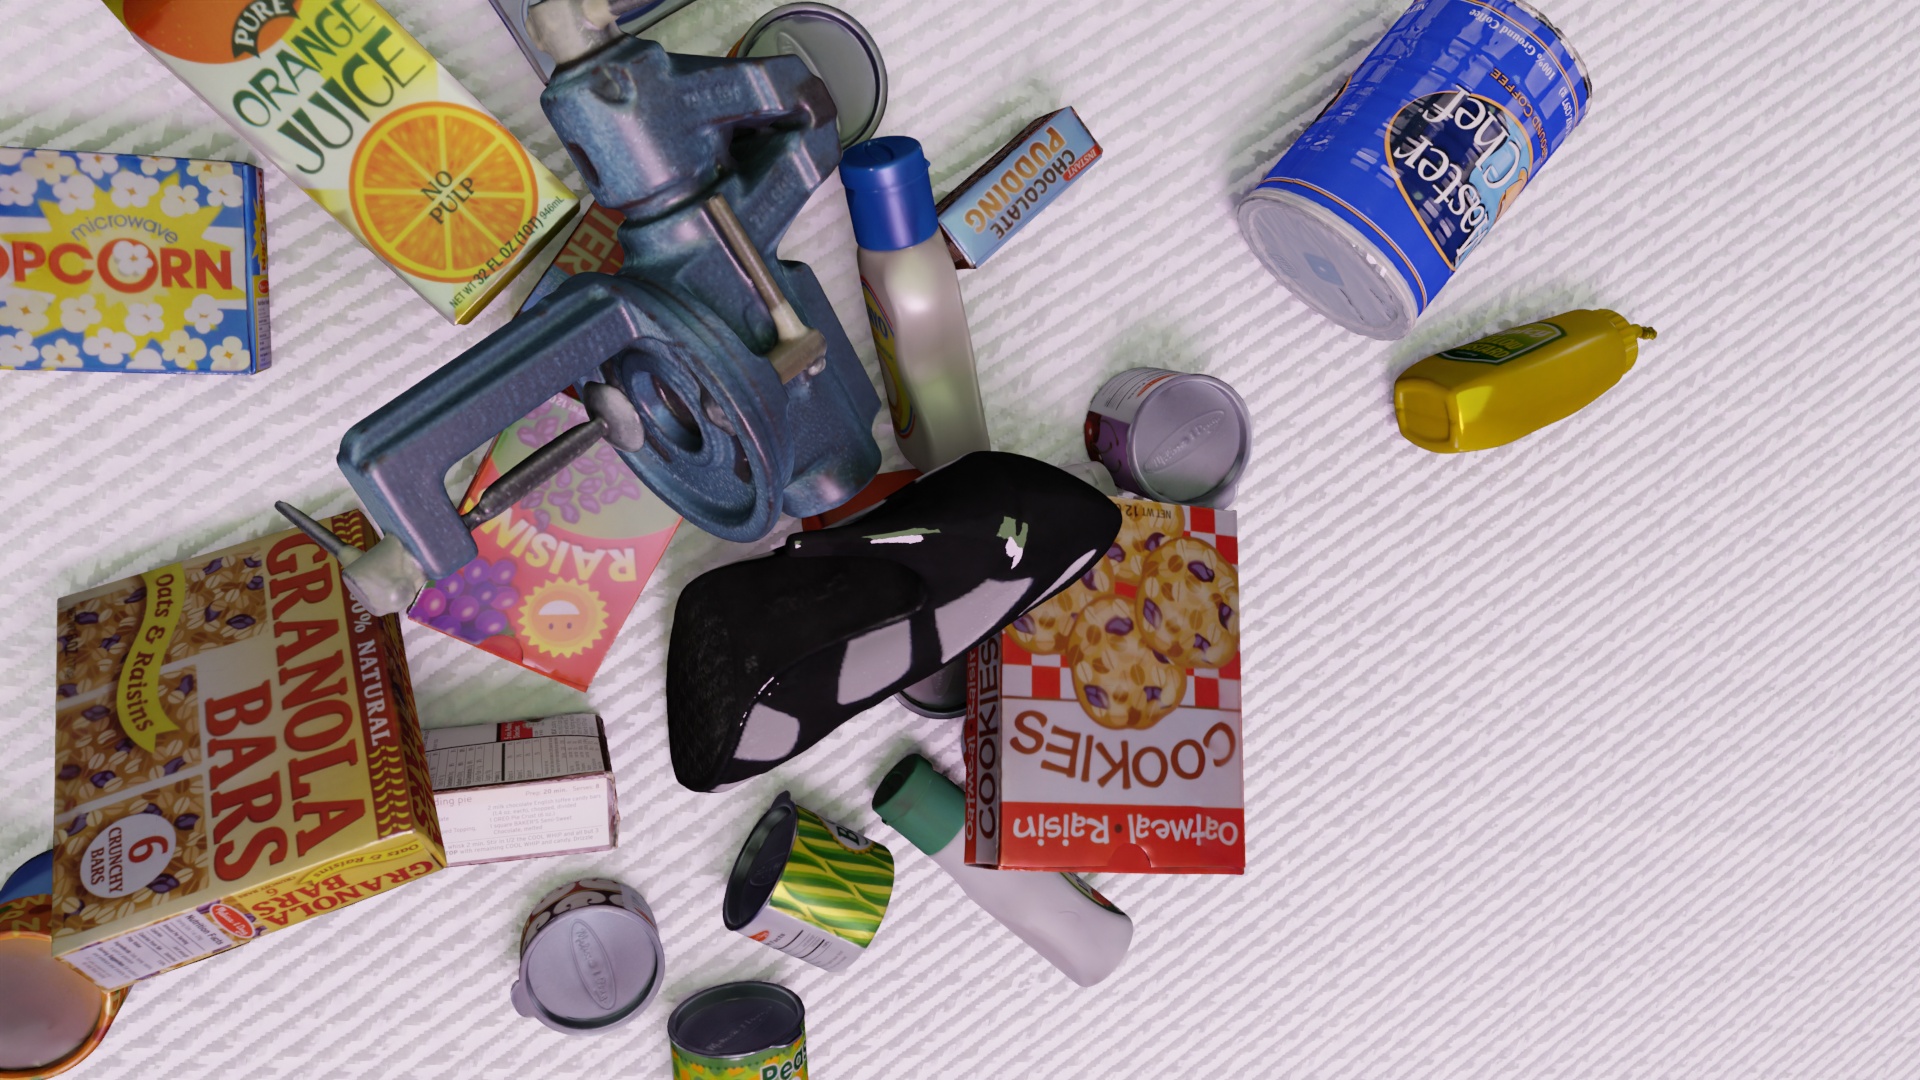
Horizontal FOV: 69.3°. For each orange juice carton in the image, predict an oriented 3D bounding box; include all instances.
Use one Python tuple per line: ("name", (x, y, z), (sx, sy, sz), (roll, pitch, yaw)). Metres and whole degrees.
("orange juice carton", (-0.246, -0.177, 0.548), (0.072, 0.073, 0.192), (-47, 109, -4))

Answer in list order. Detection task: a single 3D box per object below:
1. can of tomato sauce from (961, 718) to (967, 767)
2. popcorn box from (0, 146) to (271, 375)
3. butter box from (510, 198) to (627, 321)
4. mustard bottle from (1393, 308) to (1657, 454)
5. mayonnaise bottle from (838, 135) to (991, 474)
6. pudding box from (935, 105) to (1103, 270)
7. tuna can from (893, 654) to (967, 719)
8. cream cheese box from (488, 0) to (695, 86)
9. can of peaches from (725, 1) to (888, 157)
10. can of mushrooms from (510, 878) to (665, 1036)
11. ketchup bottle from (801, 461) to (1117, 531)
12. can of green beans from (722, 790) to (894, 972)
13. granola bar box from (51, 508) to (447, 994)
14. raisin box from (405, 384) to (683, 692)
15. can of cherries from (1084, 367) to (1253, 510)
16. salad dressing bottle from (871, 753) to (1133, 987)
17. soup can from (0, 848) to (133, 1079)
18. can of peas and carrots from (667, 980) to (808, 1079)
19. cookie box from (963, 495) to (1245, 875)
("can of tomato sauce", (0.043, 0.113, 0.687), (0.071, 0.083, 0.071), (-3, 102, -16))
("popcorn box", (-0.345, -0.110, 0.549), (0.127, 0.038, 0.085), (-1, 102, -17))
("butter box", (-0.149, -0.122, 0.615), (0.053, 0.024, 0.103), (34, 90, -21))
("mustard bottle", (0.311, -0.092, 0.745), (0.161, 0.065, 0.048), (-22, 112, -18))
("mayonnaise bottle", (-0.021, -0.103, 0.616), (0.041, 0.065, 0.147), (-21, 126, -11))
("pudding box", (0.021, -0.162, 0.646), (0.084, 0.050, 0.030), (-42, 108, -6))
("tuna can", (-0.013, 0.052, 0.685), (0.071, 0.033, 0.071), (-3, 101, -17))
("cream cheese box", (-0.148, -0.242, 0.592), (0.104, 0.024, 0.053), (-34, 108, -9))
("can of peaches", (-0.073, -0.195, 0.607), (0.071, 0.058, 0.071), (-4, 102, -16))
("can of mushrooms", (-0.178, 0.199, 0.662), (0.071, 0.033, 0.071), (-4, 102, -17))
("ketchup bottle", (0.002, -0.008, 0.666), (0.149, 0.065, 0.043), (-12, 148, -19))
("can of green beans", (-0.073, 0.167, 0.671), (0.058, 0.071, 0.071), (30, 91, -21))
("granola bar box", (-0.280, 0.075, 0.543), (0.124, 0.166, 0.038), (-19, 143, -12))
("raisin box", (-0.174, -0.006, 0.609), (0.086, 0.040, 0.123), (27, 104, -21))
("can of cherries", (0.103, -0.049, 0.689), (0.071, 0.058, 0.071), (-3, 101, -17))
("salad dressing bottle", (0.021, 0.167, 0.705), (0.147, 0.064, 0.044), (41, 79, -12))
("soup can", (-0.370, 0.170, 0.570), (0.071, 0.084, 0.071), (-3, 101, -17))
("can of peas and carrots", (-0.105, 0.258, 0.676), (0.071, 0.071, 0.058), (-6, 103, -16))
("cookie box", (0.066, 0.064, 0.627), (0.123, 0.040, 0.167), (6, 77, -22))
